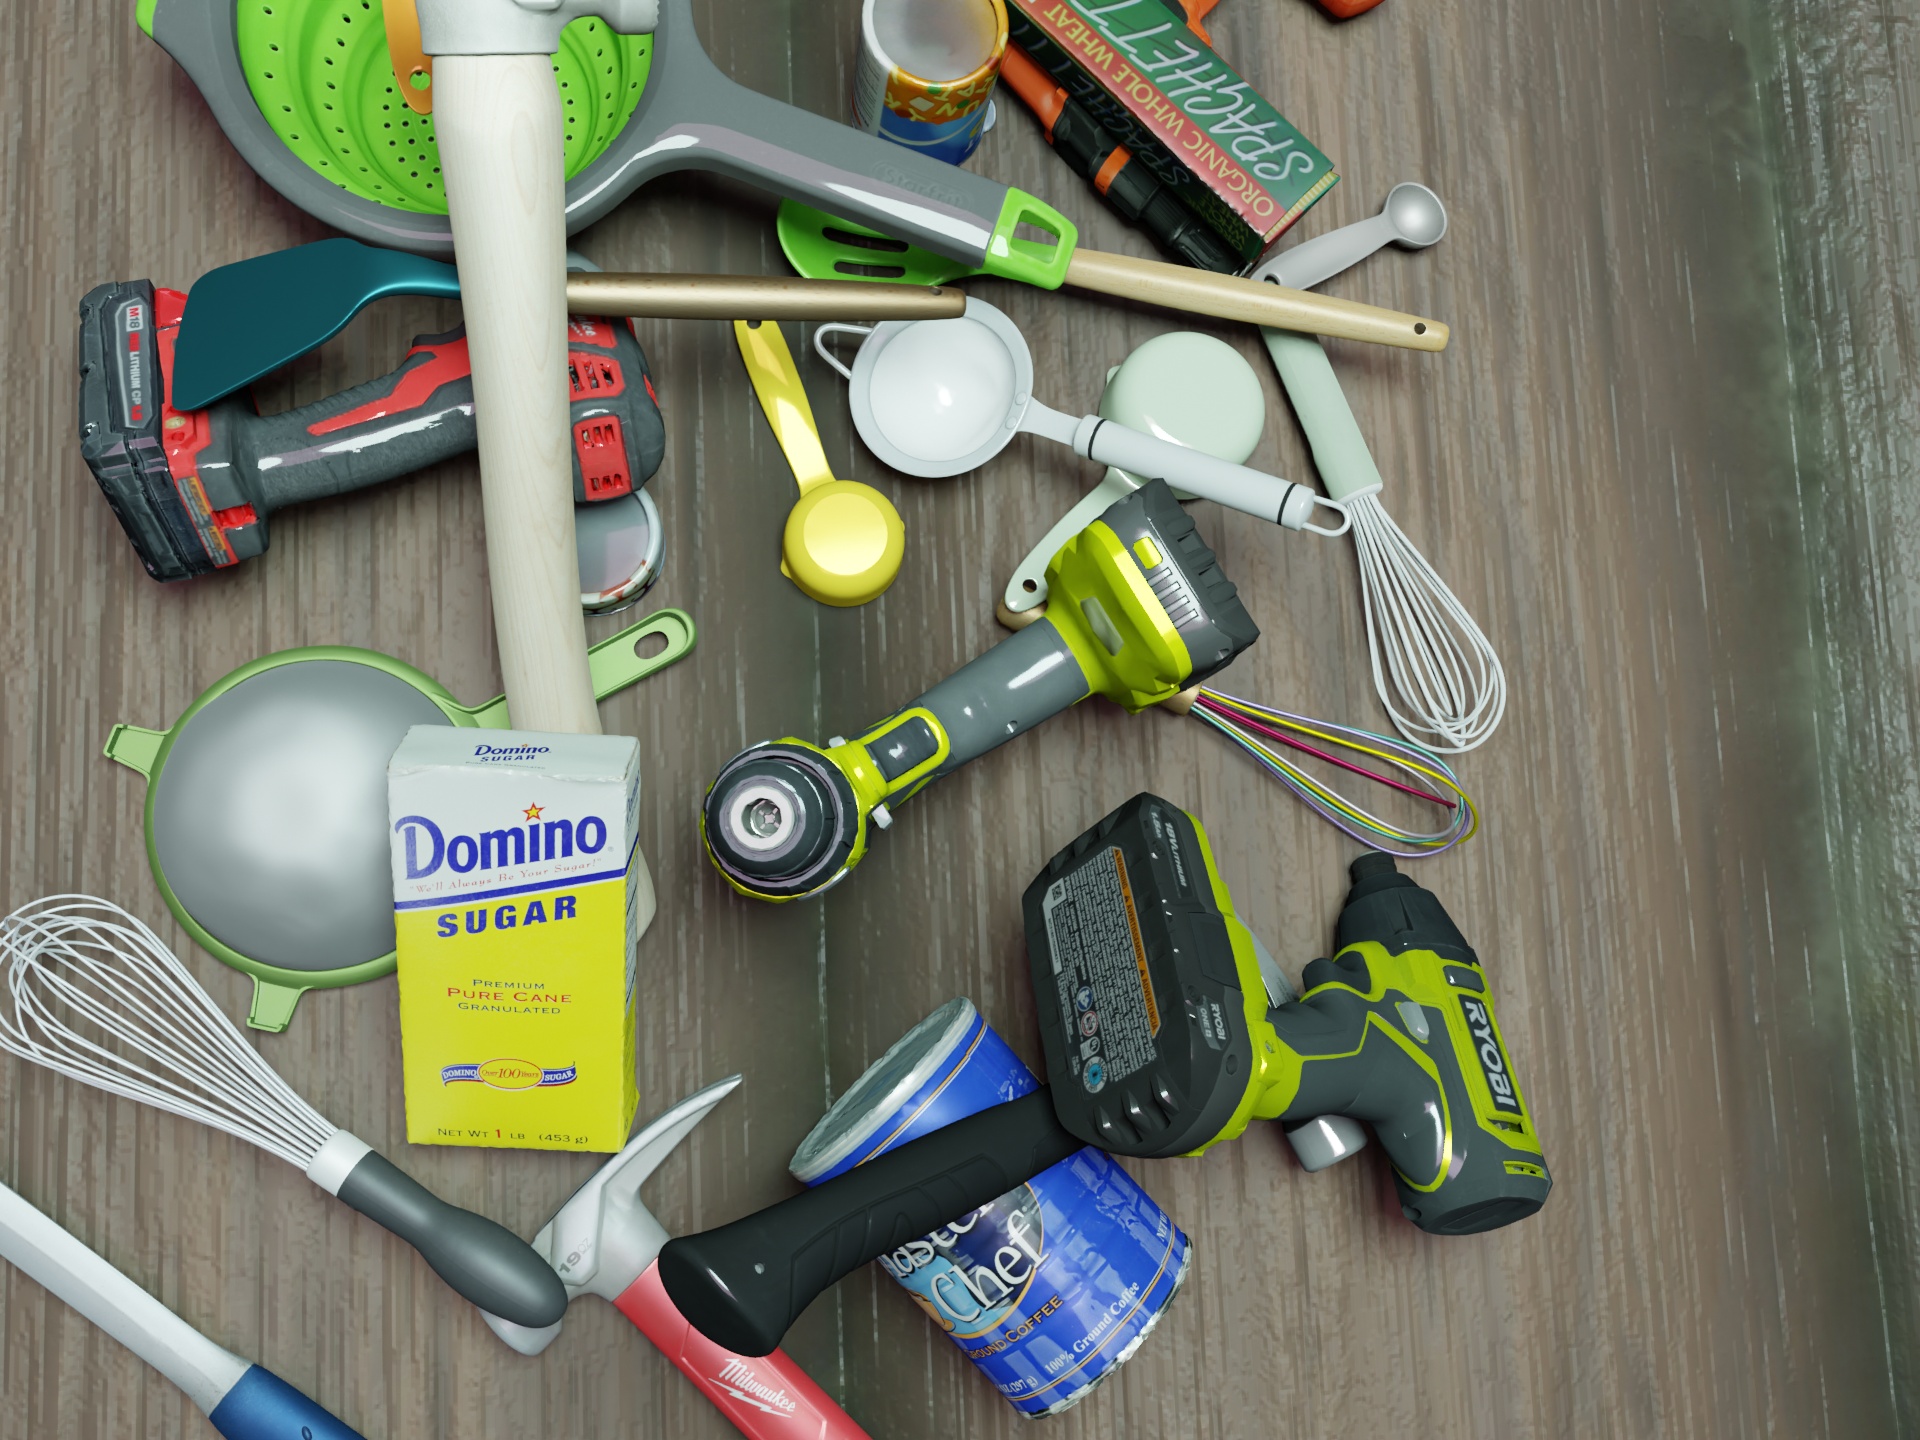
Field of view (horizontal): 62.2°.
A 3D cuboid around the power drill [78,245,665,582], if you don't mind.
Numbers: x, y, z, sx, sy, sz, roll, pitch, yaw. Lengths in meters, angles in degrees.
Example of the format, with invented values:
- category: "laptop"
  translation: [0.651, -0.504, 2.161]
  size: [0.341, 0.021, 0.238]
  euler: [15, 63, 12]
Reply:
- category: "power drill"
  translation: [-0.246, -0.144, 0.680]
  size: [0.219, 0.078, 0.143]
  euler: [-13, 56, -12]

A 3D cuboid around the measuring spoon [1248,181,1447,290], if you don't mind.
- category: "measuring spoon"
  translation: [0.185, -0.228, 0.774]
  size: [0.124, 0.018, 0.034]
  euler: [-28, 86, -20]

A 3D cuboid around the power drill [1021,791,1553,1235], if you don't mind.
- category: "power drill"
  translation: [0.138, 0.114, 0.657]
  size: [0.223, 0.080, 0.171]
  euler: [18, 47, -34]

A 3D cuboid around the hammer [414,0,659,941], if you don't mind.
- category: "hammer"
  translation: [-0.178, -0.086, 0.622]
  size: [0.146, 0.038, 0.410]
  euler: [-7, 111, -16]

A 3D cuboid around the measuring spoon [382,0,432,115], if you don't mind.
- category: "measuring spoon"
  translation: [-0.227, -0.304, 0.651]
  size: [0.021, 0.011, 0.117]
  euler: [-8, 88, -9]

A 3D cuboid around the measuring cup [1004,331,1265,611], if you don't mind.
- category: "measuring cup"
  translation: [0.078, -0.114, 0.736]
  size: [0.083, 0.038, 0.167]
  euler: [41, 72, 2]

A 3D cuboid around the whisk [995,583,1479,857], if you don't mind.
- category: "whisk"
  translation: [0.130, -0.004, 0.739]
  size: [0.245, 0.047, 0.051]
  euler: [27, 82, 0]

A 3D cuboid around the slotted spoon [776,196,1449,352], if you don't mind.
- category: "slotted spoon"
  translation: [0.070, -0.206, 0.741]
  size: [0.314, 0.031, 0.070]
  euler: [12, 88, 3]

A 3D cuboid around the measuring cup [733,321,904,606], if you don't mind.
- category: "measuring cup"
  translation: [-0.072, -0.128, 0.734]
  size: [0.062, 0.029, 0.156]
  euler: [-22, 88, -9]

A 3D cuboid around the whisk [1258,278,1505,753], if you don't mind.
- category: "whisk"
  translation: [0.192, -0.100, 0.758]
  size: [0.057, 0.059, 0.246]
  euler: [-12, 78, -52]

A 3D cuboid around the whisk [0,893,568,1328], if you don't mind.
- category: "whisk"
  translation: [-0.279, 0.162, 0.648]
  size: [0.284, 0.070, 0.070]
  euler: [34, 81, 2]

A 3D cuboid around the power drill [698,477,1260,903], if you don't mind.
- category: "power drill"
  translation: [-0.001, -0.002, 0.636]
  size: [0.228, 0.190, 0.080]
  euler: [-32, 87, -4]

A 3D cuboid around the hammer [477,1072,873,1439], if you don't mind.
- category: "hammer"
  translation: [-0.021, 0.331, 0.684]
  size: [0.386, 0.038, 0.143]
  euler: [45, 79, 0]

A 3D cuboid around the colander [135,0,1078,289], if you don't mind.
- category: "colander"
  translation: [-0.143, -0.262, 0.709]
  size: [0.397, 0.094, 0.204]
  euler: [19, 82, -5]

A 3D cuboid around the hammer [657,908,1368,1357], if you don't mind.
- category: "hammer"
  translation: [0.029, 0.153, 0.616]
  size: [0.334, 0.035, 0.146]
  euler: [-12, 68, -44]

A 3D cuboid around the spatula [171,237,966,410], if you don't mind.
- category: "spatula"
  translation: [-0.153, -0.167, 0.652]
  size: [0.317, 0.044, 0.082]
  euler: [-2, 53, -14]

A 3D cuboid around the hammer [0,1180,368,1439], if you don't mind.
- category: "hammer"
  translation: [-0.313, 0.274, 0.656]
  size: [0.405, 0.035, 0.144]
  euler: [38, 80, -1]

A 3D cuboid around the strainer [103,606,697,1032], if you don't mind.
- category: "strainer"
  translation: [-0.230, 0.014, 0.679]
  size: [0.256, 0.069, 0.151]
  euler: [-28, 87, -8]

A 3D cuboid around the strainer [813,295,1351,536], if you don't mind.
- category: "strainer"
  translation: [0.051, -0.127, 0.711]
  size: [0.258, 0.050, 0.087]
  euler: [23, 88, 21]
